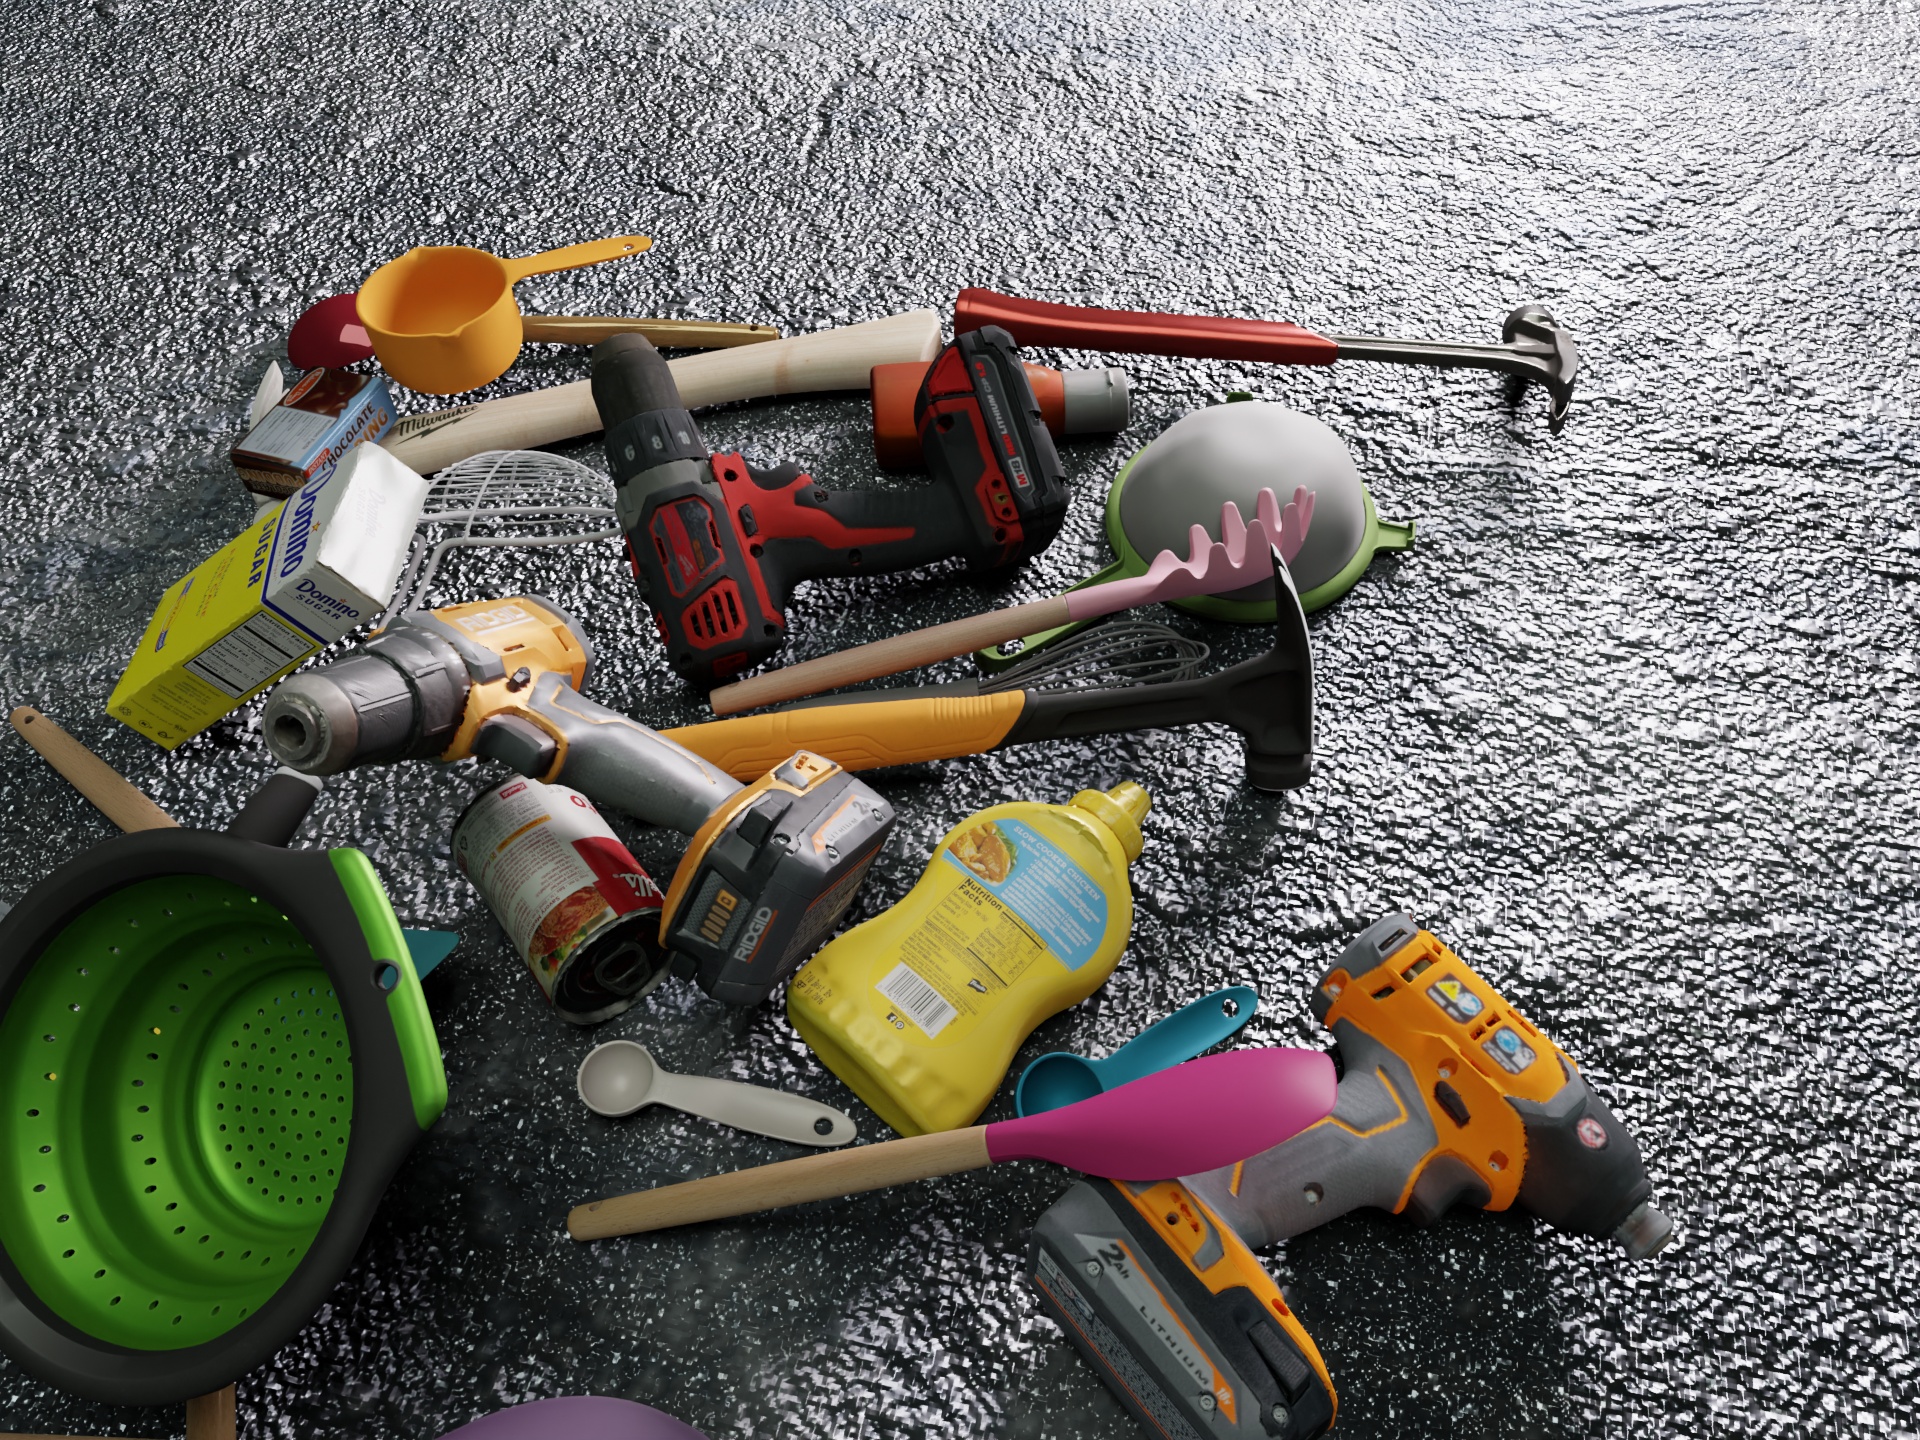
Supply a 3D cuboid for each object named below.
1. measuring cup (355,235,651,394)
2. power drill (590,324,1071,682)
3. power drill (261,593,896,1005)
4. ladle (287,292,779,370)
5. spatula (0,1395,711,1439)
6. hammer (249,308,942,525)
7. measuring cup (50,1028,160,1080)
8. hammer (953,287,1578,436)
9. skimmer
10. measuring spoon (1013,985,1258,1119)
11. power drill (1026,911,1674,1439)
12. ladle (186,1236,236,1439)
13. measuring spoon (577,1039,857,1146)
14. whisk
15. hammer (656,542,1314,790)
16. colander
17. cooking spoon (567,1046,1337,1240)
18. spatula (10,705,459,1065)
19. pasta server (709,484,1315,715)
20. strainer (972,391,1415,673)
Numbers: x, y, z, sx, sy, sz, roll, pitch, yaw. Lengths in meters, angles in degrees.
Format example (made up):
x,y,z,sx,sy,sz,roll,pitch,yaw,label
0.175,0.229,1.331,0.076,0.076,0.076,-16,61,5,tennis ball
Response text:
x,y,z,sx,sy,sz,roll,pitch,yaw,label
-0.263,-0.245,0.942,0.173,0.052,0.095,-19,52,-15,measuring cup
-0.075,-0.138,0.842,0.226,0.080,0.188,-19,83,-10,power drill
-0.157,0.026,0.666,0.226,0.084,0.185,31,18,8,power drill
-0.271,-0.245,1.001,0.315,0.031,0.069,2,54,2,ladle
-0.247,0.272,0.580,0.316,0.018,0.060,7,50,-9,spatula
-0.214,-0.198,0.956,0.410,0.038,0.146,-14,52,-8,hammer
-0.398,0.160,0.708,0.156,0.029,0.062,-24,55,-29,measuring cup
0.171,-0.220,0.934,0.359,0.036,0.149,7,31,11,hammer
-0.279,-0.004,0.787,0.127,0.090,0.363,7,56,21,skimmer
0.077,0.149,0.696,0.128,0.021,0.042,-23,80,-24,measuring spoon
0.157,0.192,0.619,0.226,0.084,0.164,-32,58,-24,power drill
-0.269,0.314,0.562,0.078,0.062,0.321,-14,51,-10,ladle
-0.106,0.168,0.692,0.124,0.018,0.034,12,54,3,measuring spoon
0.008,-0.012,0.802,0.239,0.055,0.055,-9,53,1,whisk
-0.001,-0.002,0.760,0.337,0.127,0.034,-7,38,4,hammer
-0.354,0.185,0.629,0.397,0.094,0.205,-28,74,10,colander
-0.012,0.170,0.620,0.319,0.017,0.069,-15,20,15,cooking spoon
-0.368,0.063,0.762,0.318,0.044,0.082,30,56,24,spatula
0.025,-0.056,0.796,0.316,0.040,0.060,-15,17,2,pasta server
0.112,-0.105,0.849,0.256,0.069,0.152,-30,57,-20,strainer
